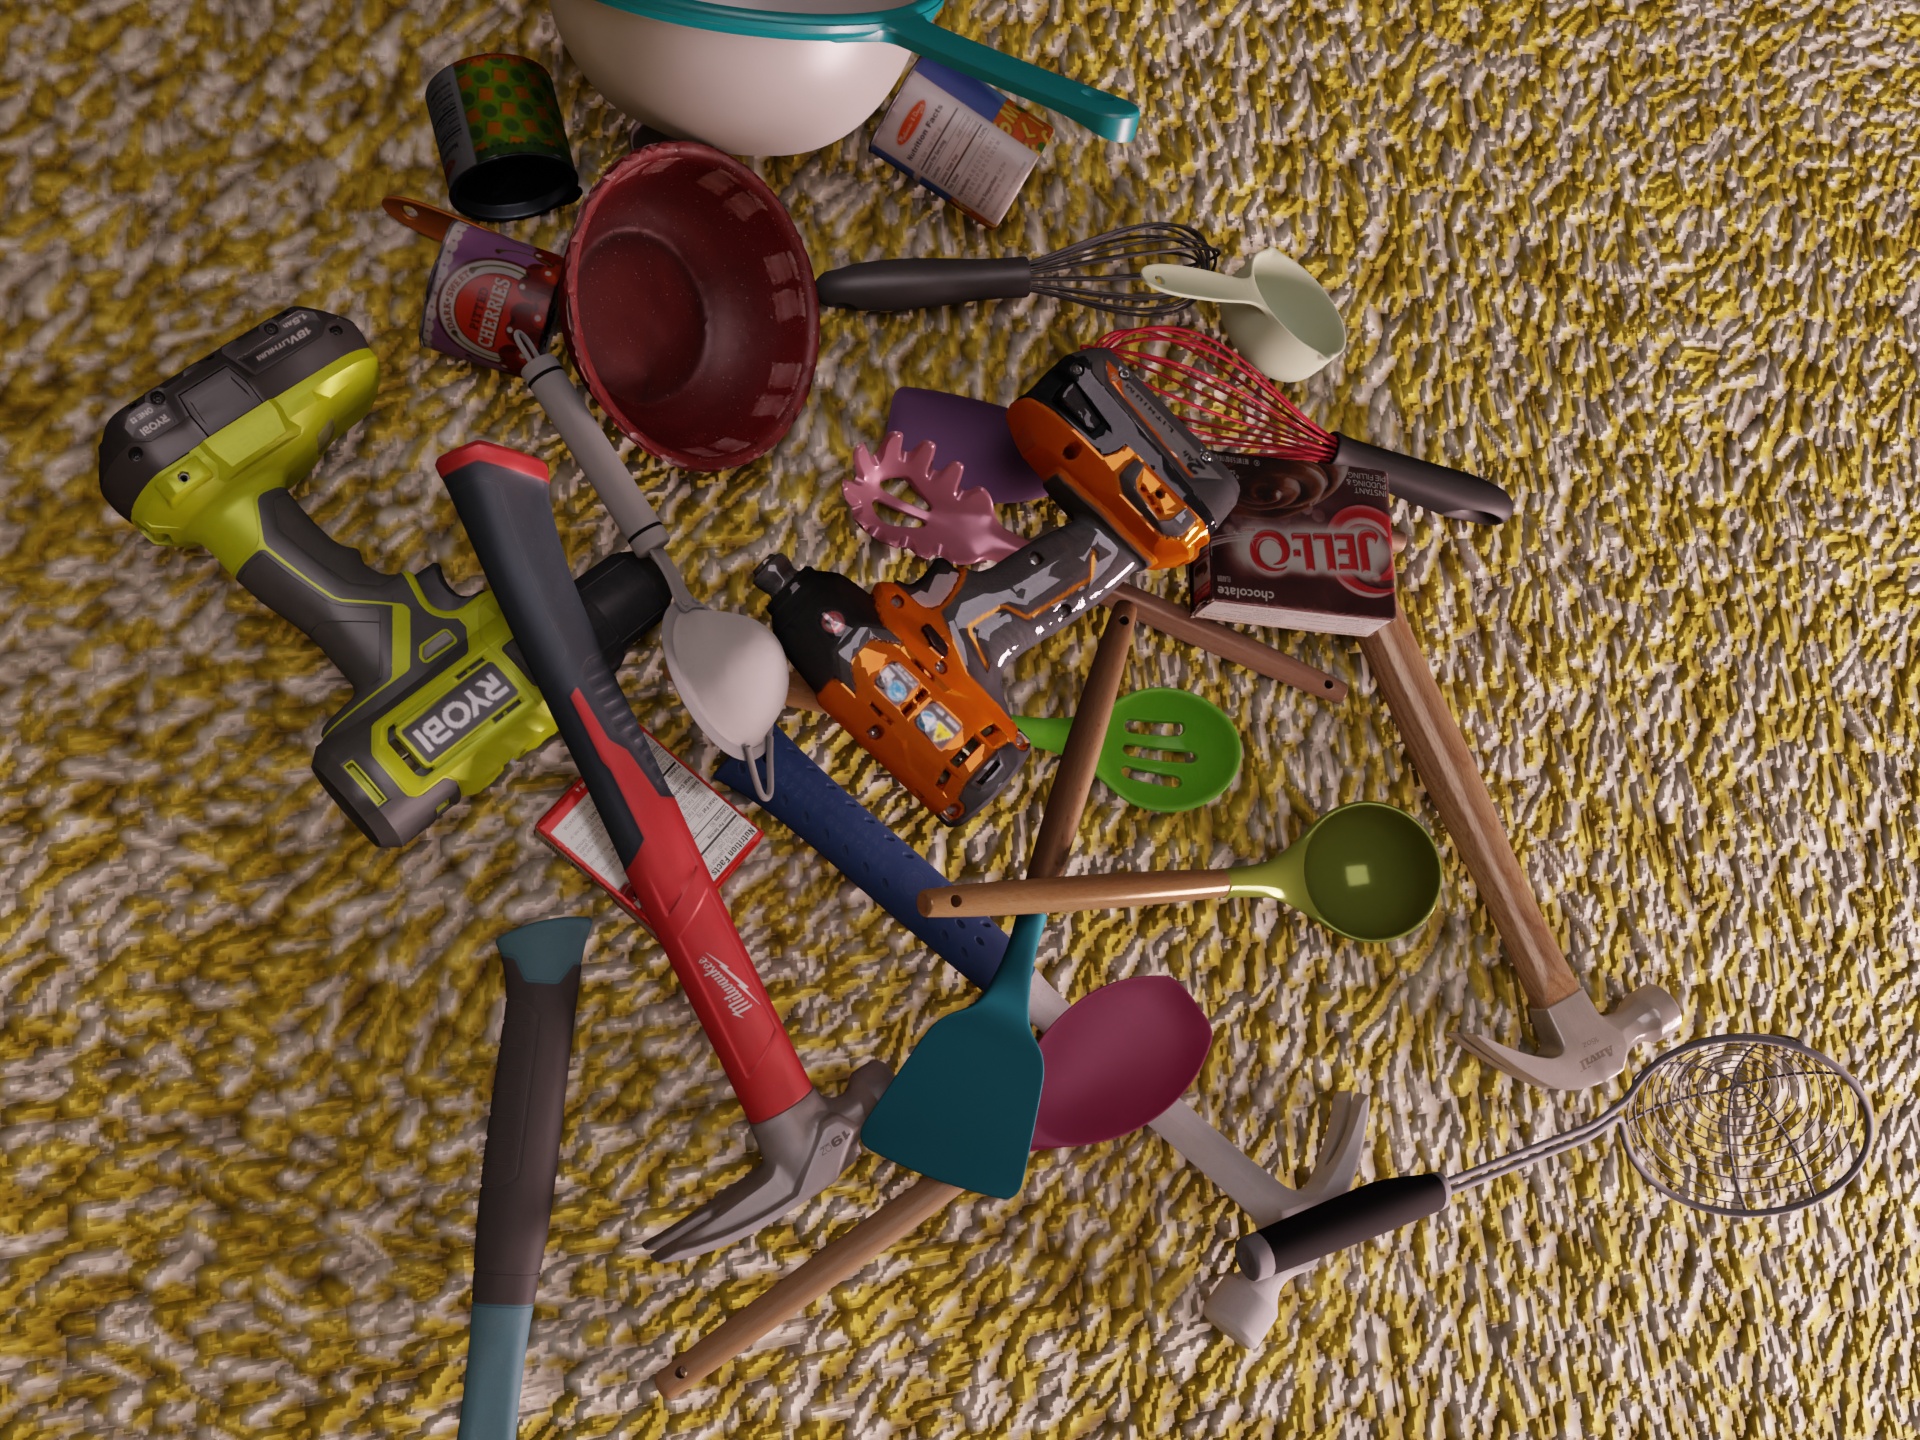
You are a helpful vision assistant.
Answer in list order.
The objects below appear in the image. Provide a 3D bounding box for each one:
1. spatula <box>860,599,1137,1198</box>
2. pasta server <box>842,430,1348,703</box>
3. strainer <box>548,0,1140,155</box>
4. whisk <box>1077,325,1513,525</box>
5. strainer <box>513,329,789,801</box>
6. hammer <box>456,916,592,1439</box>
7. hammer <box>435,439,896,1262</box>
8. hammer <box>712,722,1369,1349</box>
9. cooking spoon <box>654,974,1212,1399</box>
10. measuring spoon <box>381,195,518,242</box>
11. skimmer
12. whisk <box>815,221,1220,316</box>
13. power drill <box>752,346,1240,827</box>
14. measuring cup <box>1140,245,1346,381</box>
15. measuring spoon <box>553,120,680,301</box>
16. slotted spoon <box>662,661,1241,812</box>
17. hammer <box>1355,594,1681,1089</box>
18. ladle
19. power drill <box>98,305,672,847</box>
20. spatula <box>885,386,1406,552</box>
[{"bbox_3d":[0.040,0.076,0.810,0.082,0.044,0.318,21,66,-2],"label":"spatula"},{"bbox_3d":[0.080,-0.074,0.881,0.316,0.040,0.060,22,82,-12],"label":"pasta server"},{"bbox_3d":[-0.066,-0.324,0.807,0.340,0.095,0.211,29,41,20],"label":"strainer"},{"bbox_3d":[0.198,-0.162,0.922,0.295,0.073,0.073,15,76,-18],"label":"whisk"},{"bbox_3d":[-0.145,-0.081,0.769,0.050,0.087,0.258,-33,89,20],"label":"strainer"},{"bbox_3d":[-0.212,0.255,0.737,0.128,0.033,0.331,7,77,-13],"label":"hammer"},{"bbox_3d":[-0.159,0.059,0.740,0.143,0.038,0.386,-28,101,-23],"label":"hammer"},{"bbox_3d":[0.042,0.141,0.829,0.405,0.035,0.144,42,72,-5],"label":"hammer"},{"bbox_3d":[-0.012,0.230,0.780,0.319,0.017,0.069,-34,74,-9],"label":"cooking spoon"},{"bbox_3d":[-0.244,-0.252,0.832,0.117,0.021,0.011,19,55,-6],"label":"measuring spoon"},{"bbox_3d":[0.319,0.249,0.840,0.363,0.090,0.127,-11,120,-23],"label":"skimmer"},{"bbox_3d":[0.035,-0.252,0.902,0.239,0.055,0.055,-7,81,-12],"label":"whisk"},{"bbox_3d":[0.014,-0.081,0.808,0.164,0.084,0.226,44,80,-7],"label":"power drill"},{"bbox_3d":[0.151,-0.231,0.902,0.167,0.038,0.083,-3,65,-40],"label":"measuring cup"},{"bbox_3d":[-0.186,-0.275,0.861,0.034,0.018,0.124,32,79,-5],"label":"measuring spoon"},{"bbox_3d":[-0.001,-0.003,0.851,0.313,0.031,0.070,10,77,-12],"label":"slotted spoon"},{"bbox_3d":[0.292,0.056,0.918,0.130,0.031,0.331,-23,86,-19],"label":"hammer"},{"bbox_3d":[0.121,0.083,0.807,0.320,0.062,0.078,1,79,-34],"label":"ladle"},{"bbox_3d":[-0.270,-0.079,0.765,0.190,0.080,0.228,-42,95,-23],"label":"power drill"},{"bbox_3d":[0.111,-0.133,0.911,0.315,0.018,0.060,10,78,-12],"label":"spatula"}]
